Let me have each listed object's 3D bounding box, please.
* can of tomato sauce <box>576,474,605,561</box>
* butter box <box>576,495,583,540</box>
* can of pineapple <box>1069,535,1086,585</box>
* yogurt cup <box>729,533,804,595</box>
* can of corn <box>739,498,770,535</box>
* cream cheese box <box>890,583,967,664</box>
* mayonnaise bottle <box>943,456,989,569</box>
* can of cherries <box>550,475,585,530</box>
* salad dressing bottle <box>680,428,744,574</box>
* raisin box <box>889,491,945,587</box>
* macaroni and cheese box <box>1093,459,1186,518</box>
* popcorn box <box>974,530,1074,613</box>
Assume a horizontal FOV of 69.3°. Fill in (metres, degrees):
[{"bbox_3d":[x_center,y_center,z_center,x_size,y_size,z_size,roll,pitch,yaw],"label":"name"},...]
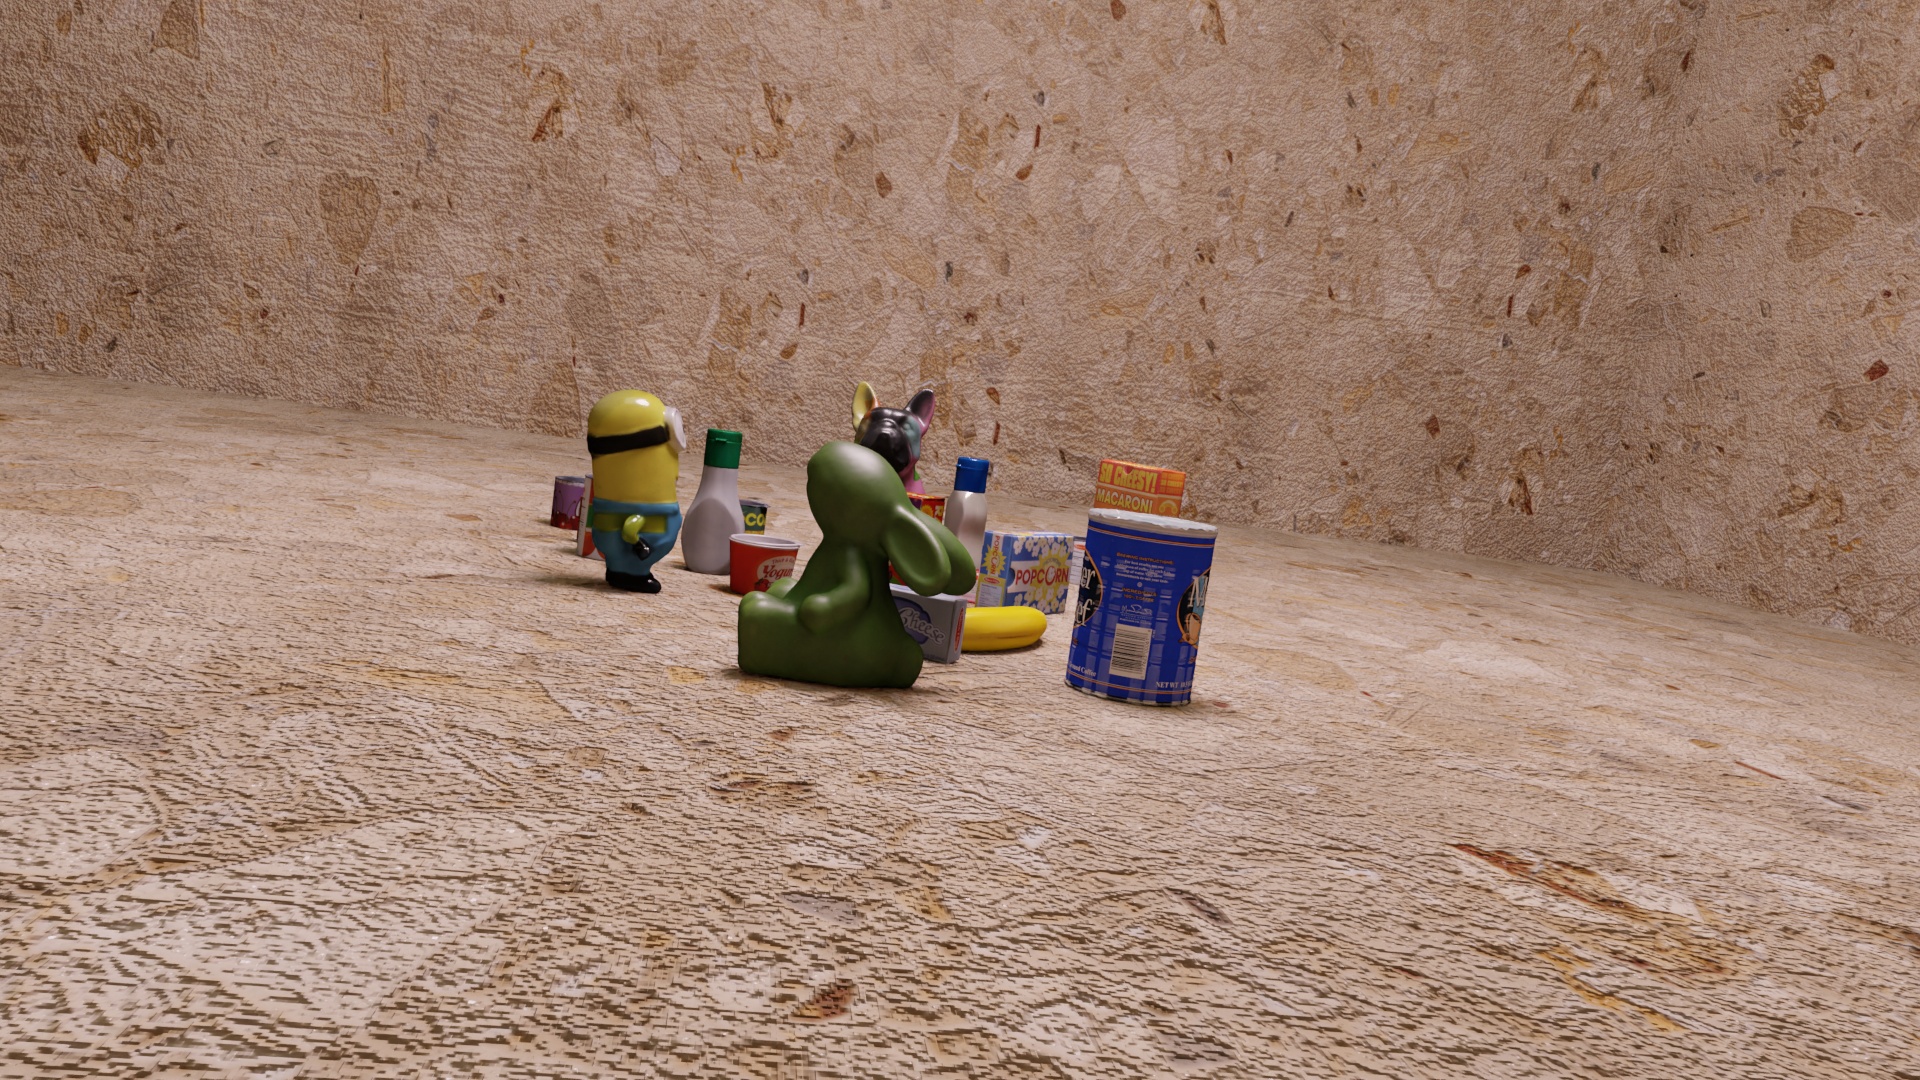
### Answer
[{"bbox_3d":[-0.357,-0.023,1.434,0.071,0.083,0.071,8,5,-1],"label":"can of tomato sauce"},{"bbox_3d":[-0.370,-0.020,1.541,0.104,0.053,0.024,4,6,-33],"label":"butter box"},{"bbox_3d":[0.163,0.027,1.793,0.071,0.057,0.071,8,5,-1],"label":"can of pineapple"},{"bbox_3d":[-0.191,0.025,1.336,0.072,0.054,0.072,8,5,-1],"label":"yogurt cup"},{"bbox_3d":[-0.261,-0.017,1.638,0.071,0.058,0.071,8,5,-1],"label":"can of corn"},{"bbox_3d":[-0.048,0.065,1.140,0.104,0.053,0.024,10,6,24],"label":"cream cheese box"},{"bbox_3d":[0.006,-0.020,1.580,0.041,0.148,0.065,6,6,-25],"label":"mayonnaise bottle"},{"bbox_3d":[-0.445,-0.043,1.636,0.071,0.058,0.071,8,5,-1],"label":"can of cherries"},{"bbox_3d":[-0.250,-0.040,1.429,0.064,0.147,0.044,8,5,1],"label":"salad dressing bottle"},{"bbox_3d":[-0.065,0.016,1.249,0.086,0.123,0.040,11,6,34],"label":"raisin box"},{"bbox_3d":[0.197,-0.005,1.604,0.040,0.166,0.124,5,6,-29],"label":"macaroni and cheese box"},{"bbox_3d":[0.069,0.034,1.452,0.038,0.085,0.127,11,6,34],"label":"popcorn box"}]
